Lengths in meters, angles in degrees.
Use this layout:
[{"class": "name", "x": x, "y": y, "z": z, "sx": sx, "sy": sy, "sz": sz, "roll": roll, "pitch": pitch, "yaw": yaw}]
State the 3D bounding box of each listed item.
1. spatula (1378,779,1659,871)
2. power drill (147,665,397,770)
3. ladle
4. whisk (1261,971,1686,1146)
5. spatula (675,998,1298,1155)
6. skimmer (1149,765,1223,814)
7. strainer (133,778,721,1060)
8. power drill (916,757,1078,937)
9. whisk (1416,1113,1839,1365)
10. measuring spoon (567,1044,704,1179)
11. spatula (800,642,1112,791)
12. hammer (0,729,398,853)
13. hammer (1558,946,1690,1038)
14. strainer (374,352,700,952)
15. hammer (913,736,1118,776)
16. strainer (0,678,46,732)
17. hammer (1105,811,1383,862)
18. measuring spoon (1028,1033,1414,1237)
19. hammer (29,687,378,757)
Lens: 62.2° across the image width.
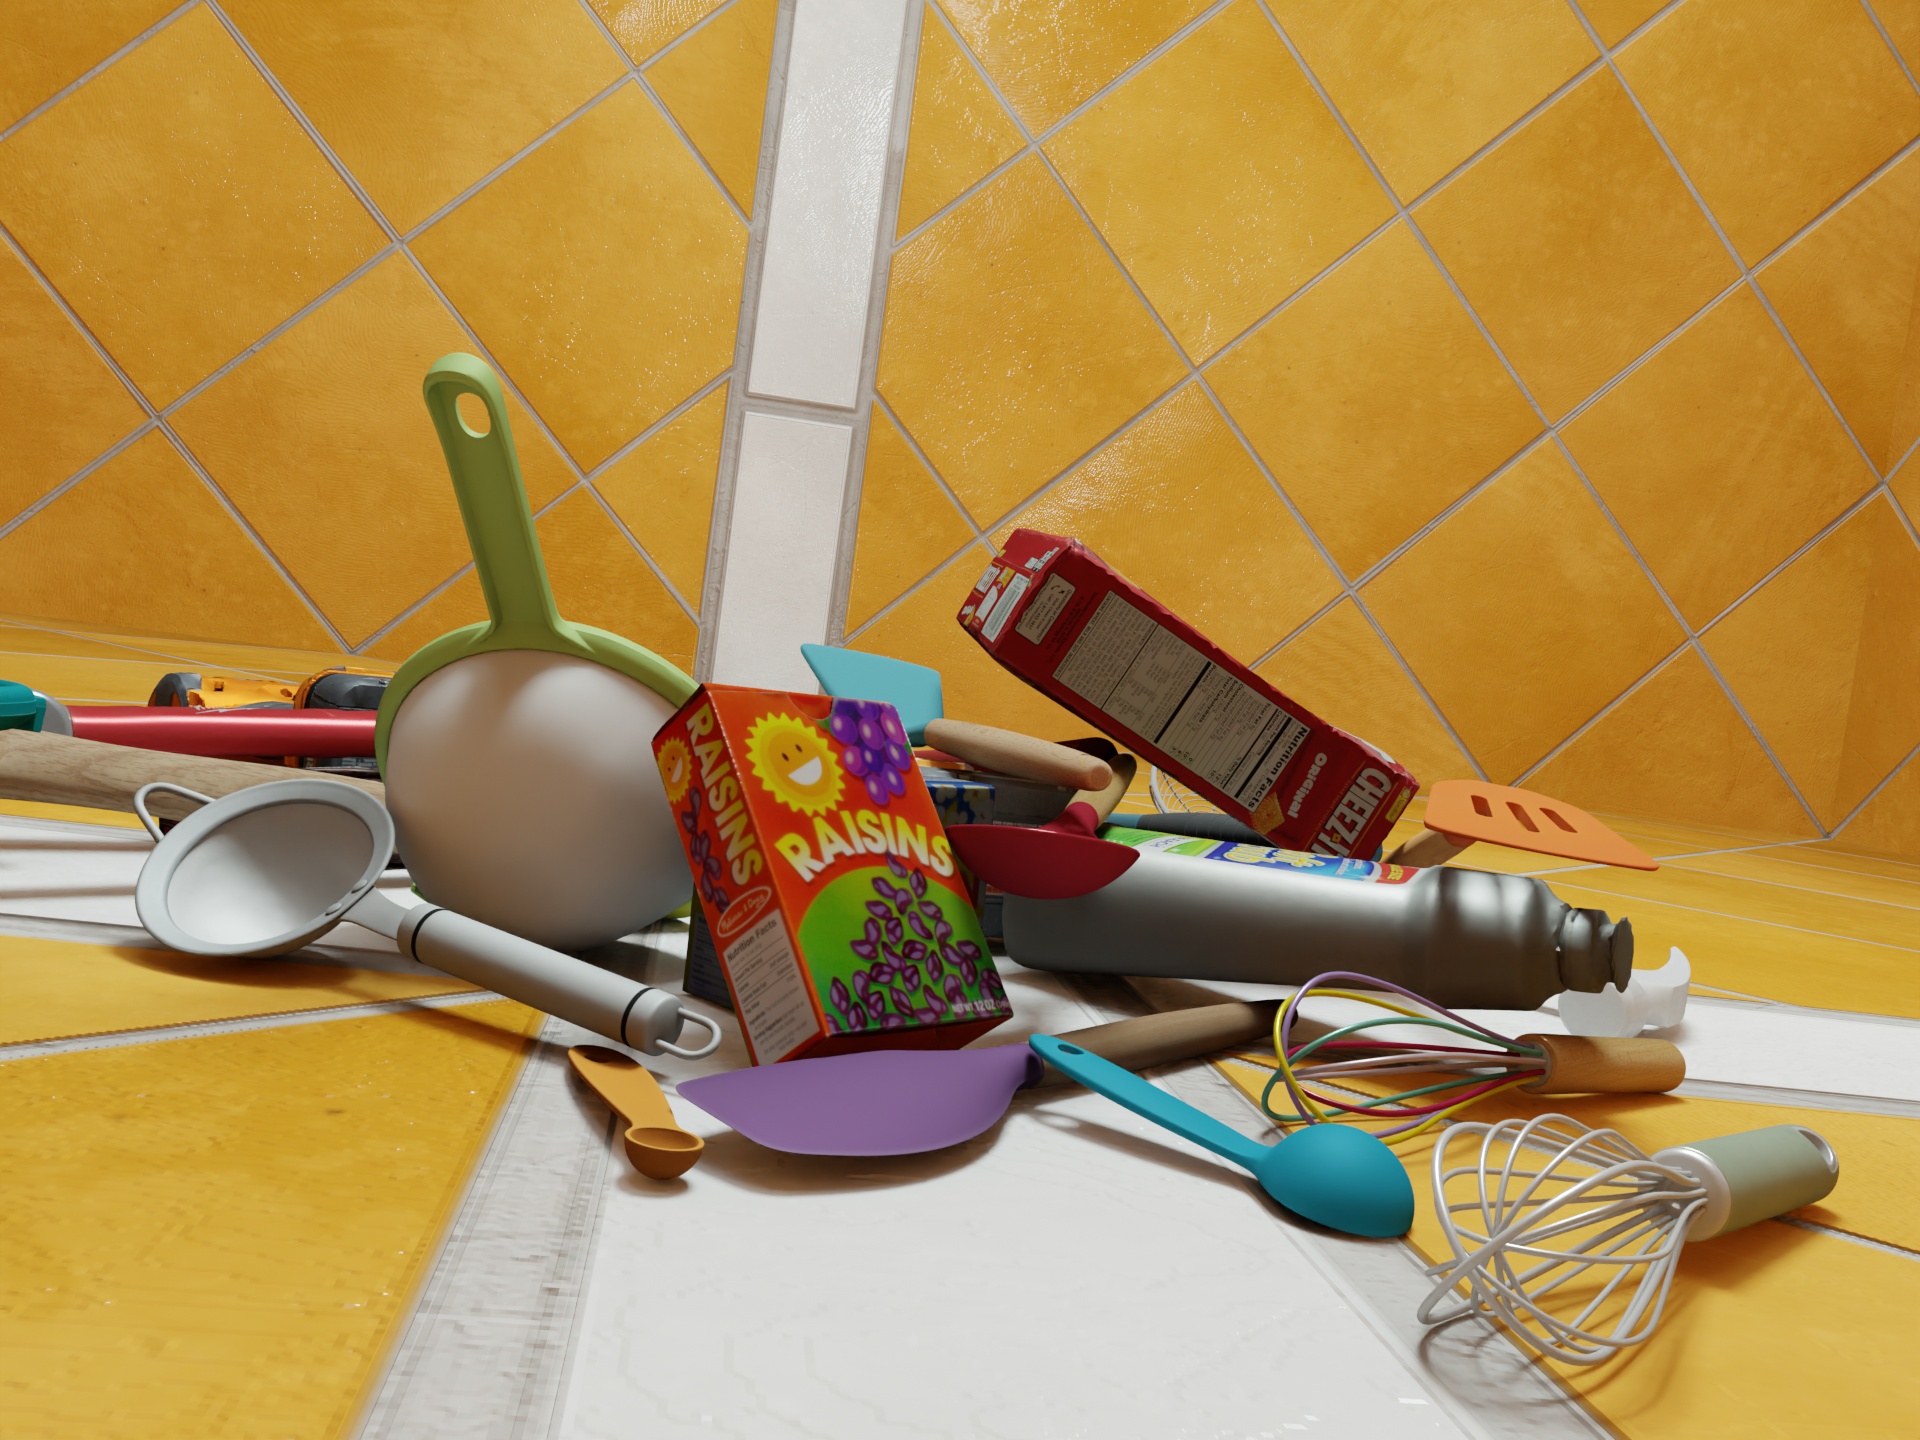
[{"class": "spatula", "x": 0.213, "y": 0.061, "z": 0.704, "sx": 0.081, "sy": 0.041, "sz": 0.322, "roll": 11, "pitch": -12, "yaw": 6}, {"class": "power drill", "x": -0.364, "y": 0.011, "z": 0.956, "sx": 0.226, "sy": 0.084, "sz": 0.164, "roll": 5, "pitch": -1, "yaw": 42}, {"class": "ladle", "x": 0.053, "y": 0.037, "z": 0.676, "sx": 0.069, "sy": 0.031, "sz": 0.315, "roll": 7, "pitch": 7, "yaw": 11}, {"class": "whisk", "x": 0.190, "y": 0.125, "z": 0.560, "sx": 0.244, "sy": 0.051, "sz": 0.047, "roll": 11, "pitch": 21, "yaw": -39}, {"class": "spatula", "x": 0.038, "y": 0.112, "z": 0.525, "sx": 0.060, "sy": 0.018, "sz": 0.315, "roll": 18, "pitch": 8, "yaw": 37}, {"class": "skimmer", "x": 0.252, "y": 0.077, "z": 1.091, "sx": 0.127, "sy": 0.090, "sz": 0.363, "roll": 2, "pitch": 6, "yaw": -22}, {"class": "strainer", "x": -0.182, "y": 0.071, "z": 0.526, "sx": 0.258, "sy": 0.050, "sz": 0.087, "roll": 14, "pitch": 42, "yaw": 29}, {"class": "power drill", "x": -0.025, "y": 0.063, "z": 0.842, "sx": 0.185, "sy": 0.084, "sz": 0.226, "roll": 8, "pitch": -3, "yaw": -36}, {"class": "whisk", "x": 0.188, "y": 0.127, "z": 0.420, "sx": 0.246, "sy": 0.059, "sz": 0.058, "roll": 10, "pitch": 36, "yaw": -47}, {"class": "measuring spoon", "x": -0.092, "y": 0.106, "z": 0.436, "sx": 0.021, "sy": 0.011, "sz": 0.117, "roll": 10, "pitch": -2, "yaw": -23}, {"class": "spatula", "x": -0.001, "y": -0.002, "z": 0.745, "sx": 0.082, "sy": 0.044, "sz": 0.318, "roll": 11, "pitch": 1, "yaw": -21}, {"class": "hammer", "x": -0.297, "y": 0.030, "z": 0.666, "sx": 0.031, "sy": 0.130, "sz": 0.331, "roll": -35, "pitch": -29, "yaw": 27}, {"class": "hammer", "x": 0.195, "y": 0.109, "z": 0.886, "sx": 0.406, "sy": 0.035, "sz": 0.144, "roll": 10, "pitch": 4, "yaw": 43}, {"class": "strainer", "x": -0.157, "y": 0.000, "z": 0.564, "sx": 0.151, "sy": 0.256, "sz": 0.069, "roll": 2, "pitch": 40, "yaw": 6}, {"class": "hammer", "x": -0.015, "y": 0.027, "z": 0.980, "sx": 0.149, "sy": 0.037, "sz": 0.359, "roll": 34, "pitch": -16, "yaw": -20}, {"class": "strainer", "x": -0.422, "y": 0.022, "z": 0.386, "sx": 0.340, "sy": 0.095, "sz": 0.211, "roll": 4, "pitch": 1, "yaw": -21}, {"class": "hammer", "x": 0.131, "y": 0.071, "z": 1.023, "sx": 0.128, "sy": 0.033, "sz": 0.331, "roll": 19, "pitch": -10, "yaw": -31}, {"class": "measuring spoon", "x": 0.072, "y": 0.110, "z": 0.460, "sx": 0.129, "sy": 0.021, "sz": 0.042, "roll": 20, "pitch": 10, "yaw": 37}, {"class": "hammer", "x": -0.290, "y": 0.006, "z": 0.806, "sx": 0.386, "sy": 0.038, "sz": 0.143, "roll": 2, "pitch": 2, "yaw": -41}]
